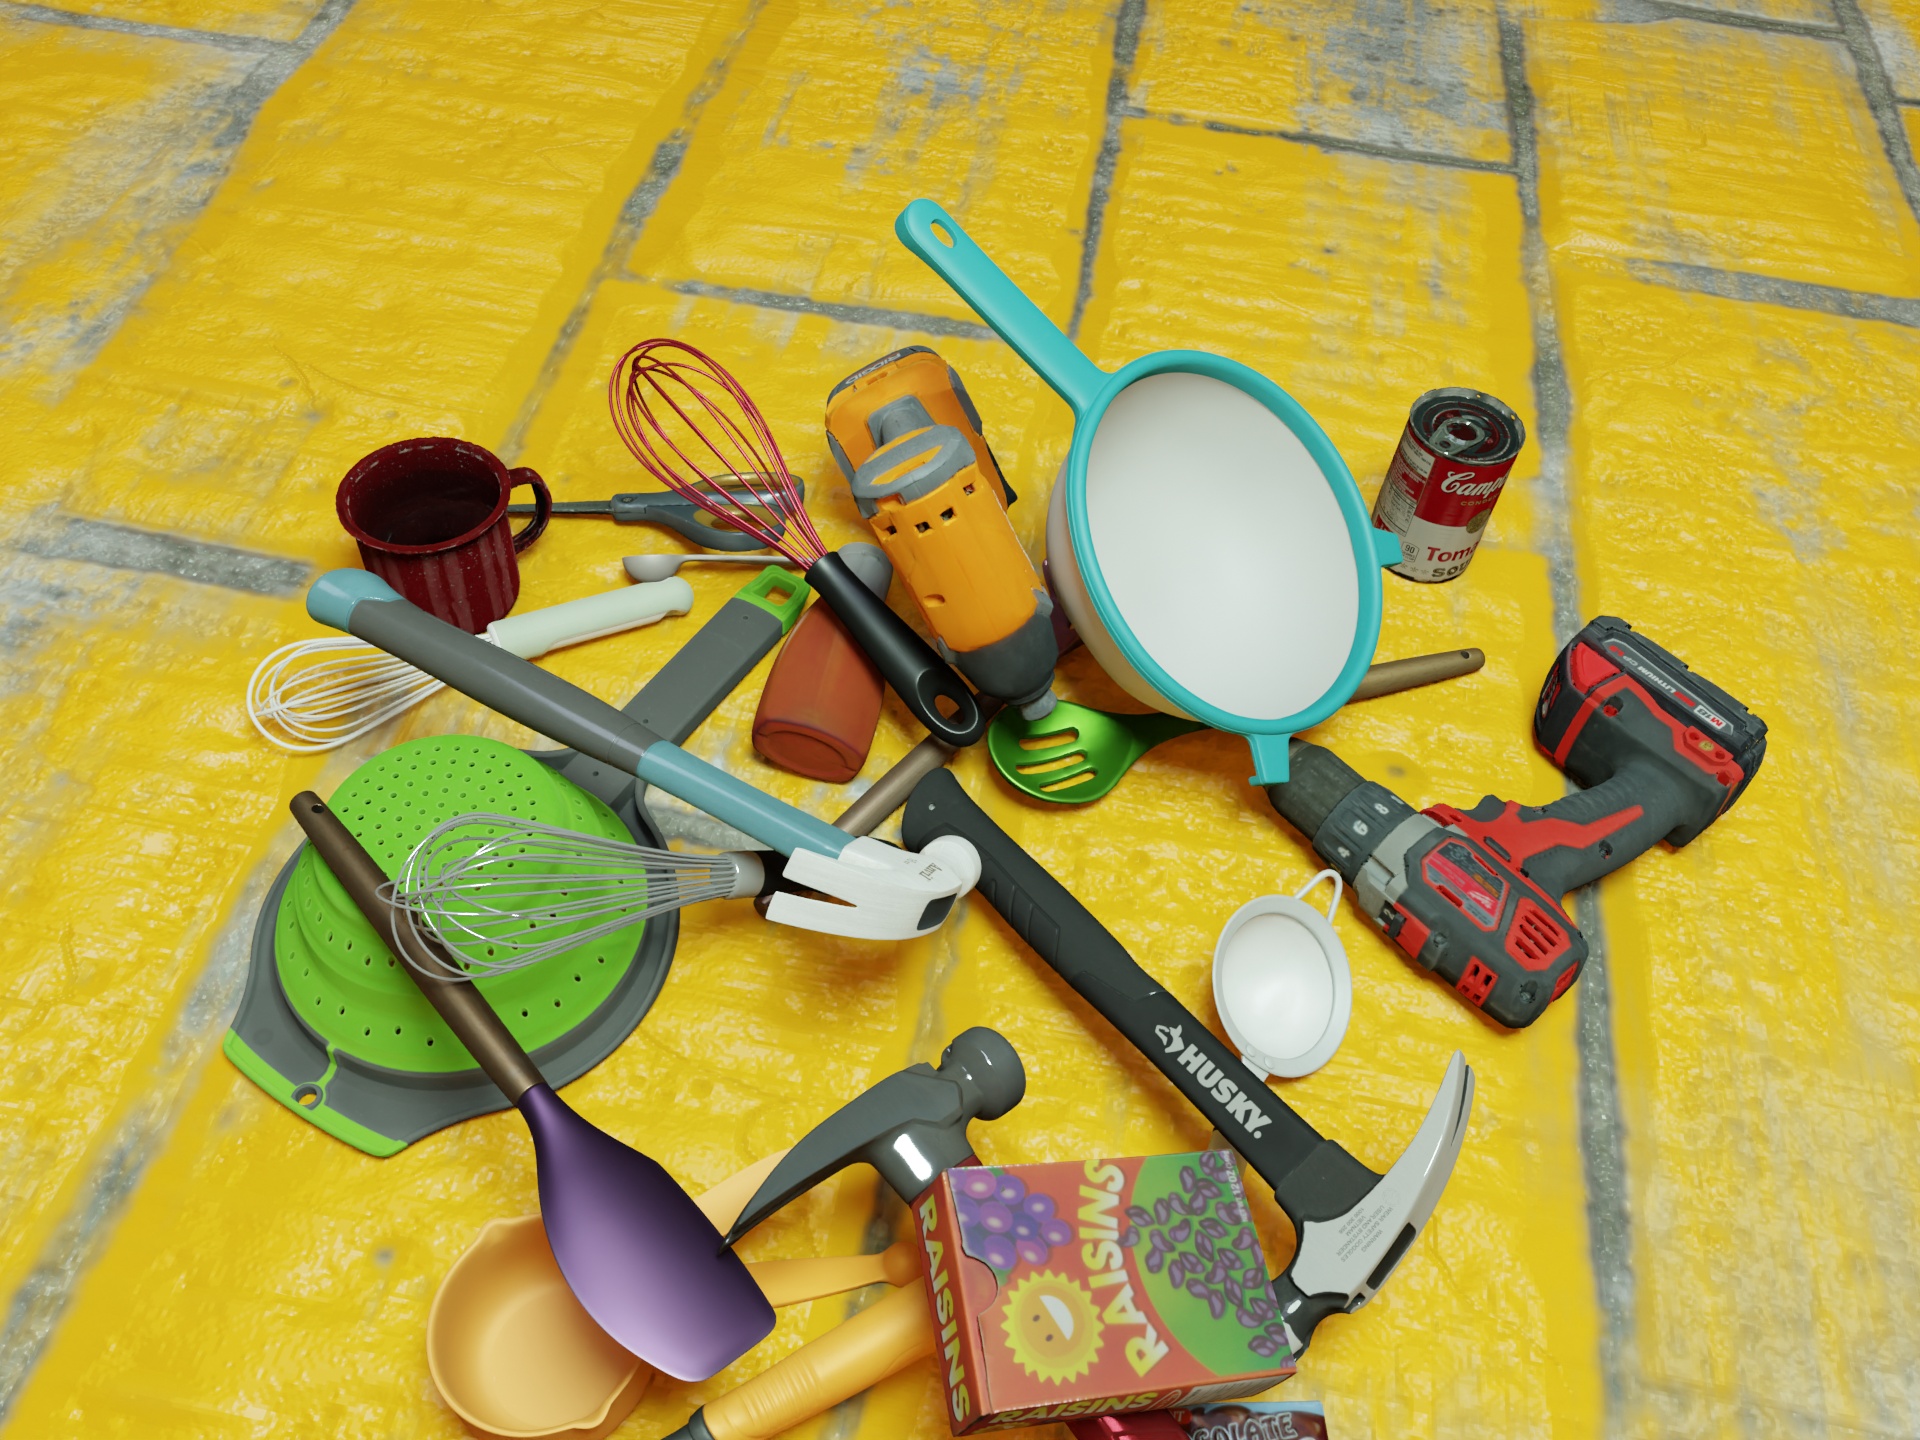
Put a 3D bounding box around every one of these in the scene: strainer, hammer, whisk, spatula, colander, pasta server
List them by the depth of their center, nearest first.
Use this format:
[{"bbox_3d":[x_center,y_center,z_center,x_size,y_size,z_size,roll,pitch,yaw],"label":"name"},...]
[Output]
[{"bbox_3d":[0.073,0.296,0.573,0.143,0.038,0.386,-25,68,-39],"label":"hammer"},{"bbox_3d":[-0.068,0.257,0.612,0.337,0.127,0.034,-20,56,-27],"label":"hammer"},{"bbox_3d":[-0.188,0.133,0.637,0.060,0.018,0.316,-22,55,-42],"label":"spatula"},{"bbox_3d":[-0.127,0.072,0.719,0.284,0.070,0.070,1,41,-48],"label":"whisk"},{"bbox_3d":[-0.152,0.012,0.728,0.331,0.033,0.128,26,13,10],"label":"hammer"},{"bbox_3d":[0.126,0.180,0.730,0.086,0.050,0.259,37,56,-18],"label":"strainer"},{"bbox_3d":[0.079,0.121,0.731,0.146,0.035,0.335,-45,50,-3],"label":"hammer"},{"bbox_3d":[-0.197,0.022,0.797,0.204,0.094,0.397,26,53,16],"label":"colander"},{"bbox_3d":[0.075,-0.126,0.841,0.340,0.095,0.211,43,57,-13],"label":"strainer"},{"bbox_3d":[-0.089,-0.097,0.862,0.073,0.073,0.296,-36,78,-29],"label":"whisk"},{"bbox_3d":[-0.001,-0.003,0.872,0.060,0.040,0.316,20,50,38],"label":"pasta server"},{"bbox_3d":[-0.264,-0.039,0.879,0.246,0.058,0.059,-18,89,-22],"label":"whisk"}]

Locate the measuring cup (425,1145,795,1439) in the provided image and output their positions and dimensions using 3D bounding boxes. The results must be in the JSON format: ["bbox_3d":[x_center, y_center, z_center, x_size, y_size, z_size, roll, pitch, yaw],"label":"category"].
[{"bbox_3d":[-0.131,0.233,0.658,0.173,0.052,0.095,-26,57,-26],"label":"measuring cup"}]

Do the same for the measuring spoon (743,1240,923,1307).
[{"bbox_3d":[-0.072,0.239,0.682,0.117,0.011,0.021,-5,51,-9],"label":"measuring spoon"}]

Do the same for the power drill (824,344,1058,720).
[{"bbox_3d":[-0.005,-0.103,0.865,0.084,0.164,0.227,-27,28,5],"label":"power drill"}]

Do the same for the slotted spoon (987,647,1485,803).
[{"bbox_3d":[0.161,-0.005,0.895,0.313,0.031,0.070,-12,58,-17],"label":"slotted spoon"}]

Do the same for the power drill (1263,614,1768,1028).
[{"bbox_3d":[0.289,0.036,0.843,0.227,0.080,0.188,-33,60,-24],"label":"power drill"}]

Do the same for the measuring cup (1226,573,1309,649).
[{"bbox_3d":[0.150,-0.080,0.946,0.167,0.038,0.083,22,52,11],"label":"measuring cup"}]

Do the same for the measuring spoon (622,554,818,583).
[{"bbox_3d":[-0.138,-0.089,0.944,0.124,0.034,0.018,-1,92,-12],"label":"measuring spoon"}]
